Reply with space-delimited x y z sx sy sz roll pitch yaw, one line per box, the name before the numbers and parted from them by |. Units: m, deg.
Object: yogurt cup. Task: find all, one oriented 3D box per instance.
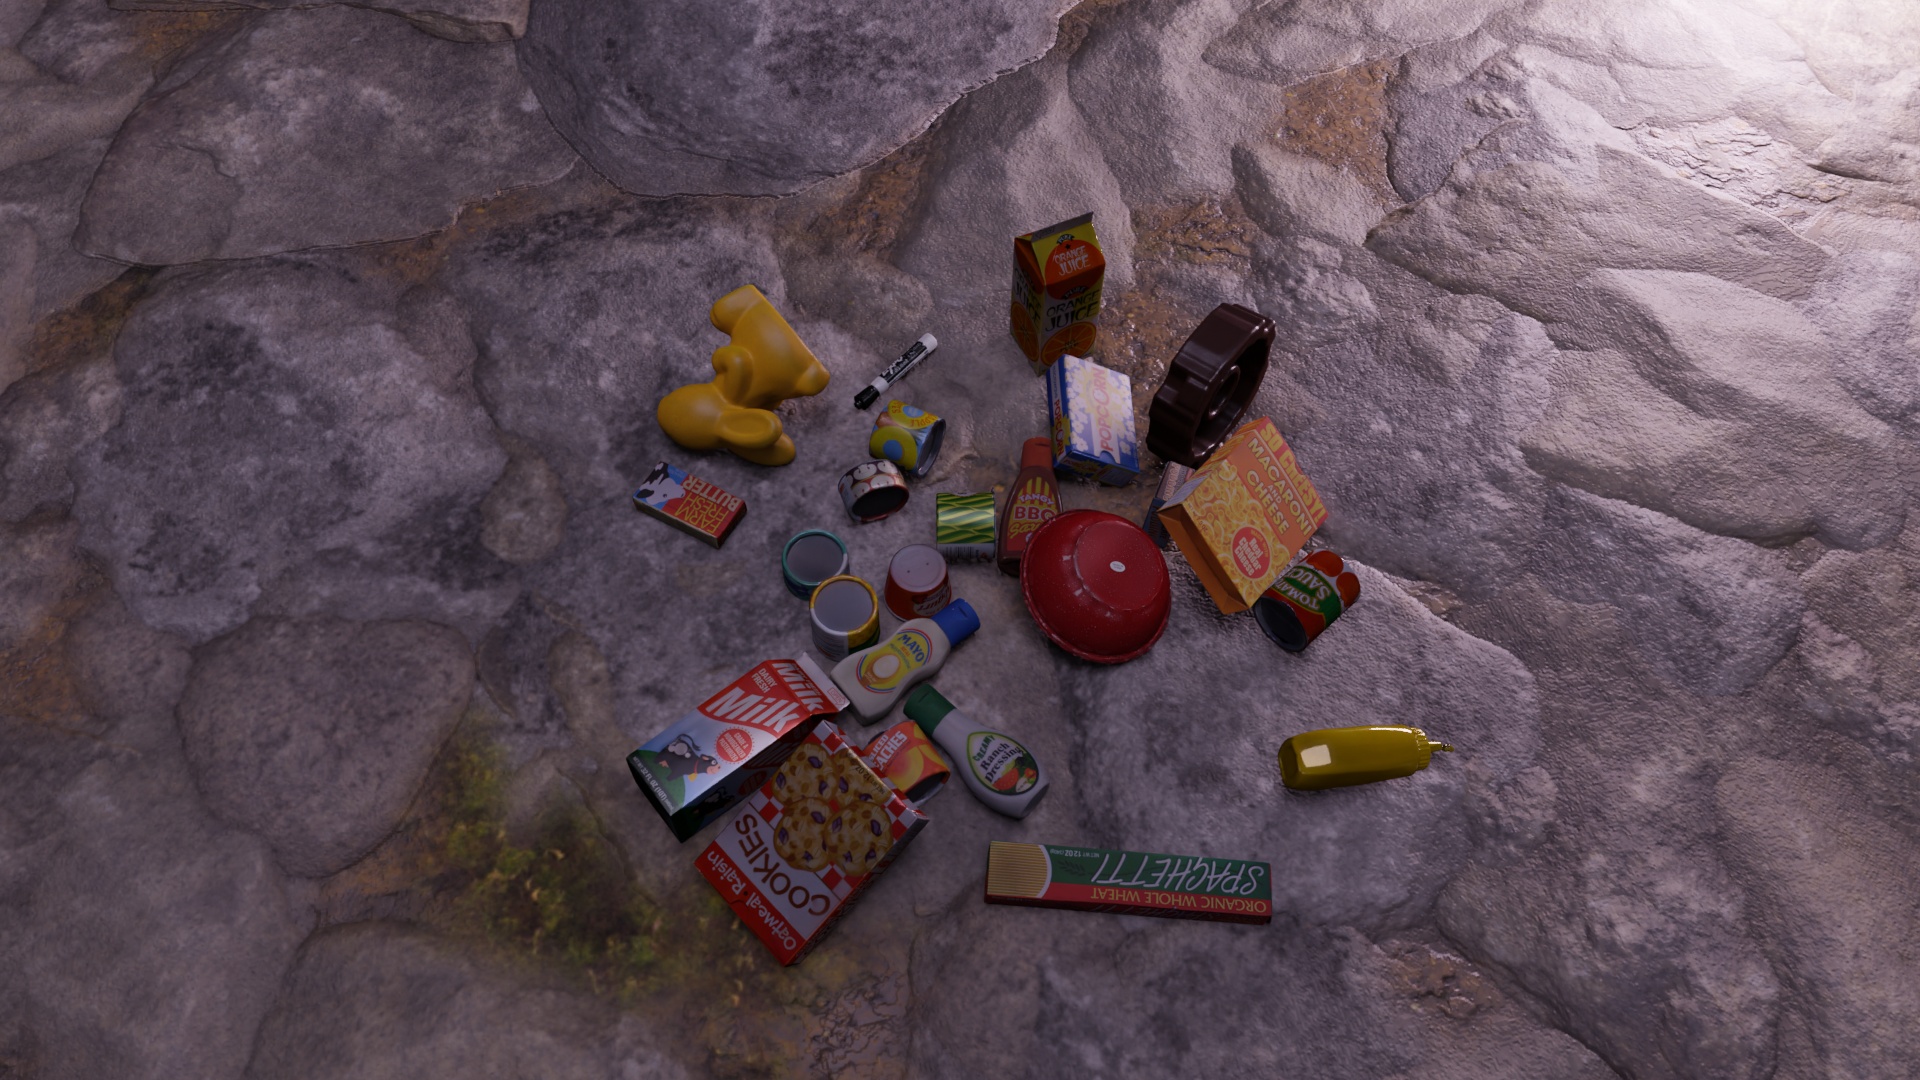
yogurt cup | -0.041 0.039 1.347 0.072 0.053 0.073 1 58 -1

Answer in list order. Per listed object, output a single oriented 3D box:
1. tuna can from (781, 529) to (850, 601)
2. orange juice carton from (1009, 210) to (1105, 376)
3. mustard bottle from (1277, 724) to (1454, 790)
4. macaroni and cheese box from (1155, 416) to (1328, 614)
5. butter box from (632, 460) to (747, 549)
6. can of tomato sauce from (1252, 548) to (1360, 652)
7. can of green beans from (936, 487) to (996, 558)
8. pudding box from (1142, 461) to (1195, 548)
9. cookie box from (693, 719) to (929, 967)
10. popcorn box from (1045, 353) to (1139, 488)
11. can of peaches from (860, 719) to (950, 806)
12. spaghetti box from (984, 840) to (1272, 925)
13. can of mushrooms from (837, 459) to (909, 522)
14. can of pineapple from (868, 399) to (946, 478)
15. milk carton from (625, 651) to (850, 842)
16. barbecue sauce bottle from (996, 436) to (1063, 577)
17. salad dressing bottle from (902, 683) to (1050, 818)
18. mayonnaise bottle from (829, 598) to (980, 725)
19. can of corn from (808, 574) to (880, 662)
tuna can | -0.144 0.023 1.365 0.071 0.032 0.071 1 59 -2
orange juice carton | 0.101 -0.267 1.455 0.072 0.191 0.073 -22 61 -13
mustard bottle | 0.372 0.194 1.264 0.160 0.065 0.049 -4 65 -11
macaroni and cheese box | 0.279 -0.026 1.353 0.167 0.040 0.123 -42 103 -35
butter box | -0.273 -0.036 1.402 0.103 0.024 0.053 25 62 13
can of tomato sauce | 0.334 0.056 1.339 0.083 0.071 0.071 -37 67 -22
can of green beans | 0.005 -0.015 1.374 0.058 0.071 0.071 0 59 -1
pudding box | 0.205 -0.036 1.383 0.030 0.083 0.050 21 60 7
cookie box | -0.129 0.258 1.187 0.123 0.040 0.167 42 88 21
popcorn box | 0.136 -0.125 1.441 0.085 0.038 0.127 16 55 -27
can of peaches | -0.052 0.203 1.238 0.071 0.071 0.058 -30 66 -18
spaghetti box | 0.147 0.298 1.211 0.250 0.028 0.050 4 59 1
can of mushrooms | -0.084 -0.050 1.392 0.071 0.070 0.033 -17 62 -11
can of pineapple | -0.054 -0.106 1.425 0.058 0.070 0.071 23 61 12
milk carton | -0.195 0.177 1.247 0.191 0.073 0.072 -35 66 -21
barbecue sauce bottle | 0.075 -0.035 1.401 0.065 0.043 0.149 9 59 -2
salad dressing bottle | 0.012 0.189 1.263 0.148 0.043 0.064 38 63 19
mayonnaise bottle | -0.049 0.109 1.311 0.148 0.041 0.065 -35 72 -20
can of corn | -0.109 0.072 1.322 0.071 0.058 0.071 1 59 -1
